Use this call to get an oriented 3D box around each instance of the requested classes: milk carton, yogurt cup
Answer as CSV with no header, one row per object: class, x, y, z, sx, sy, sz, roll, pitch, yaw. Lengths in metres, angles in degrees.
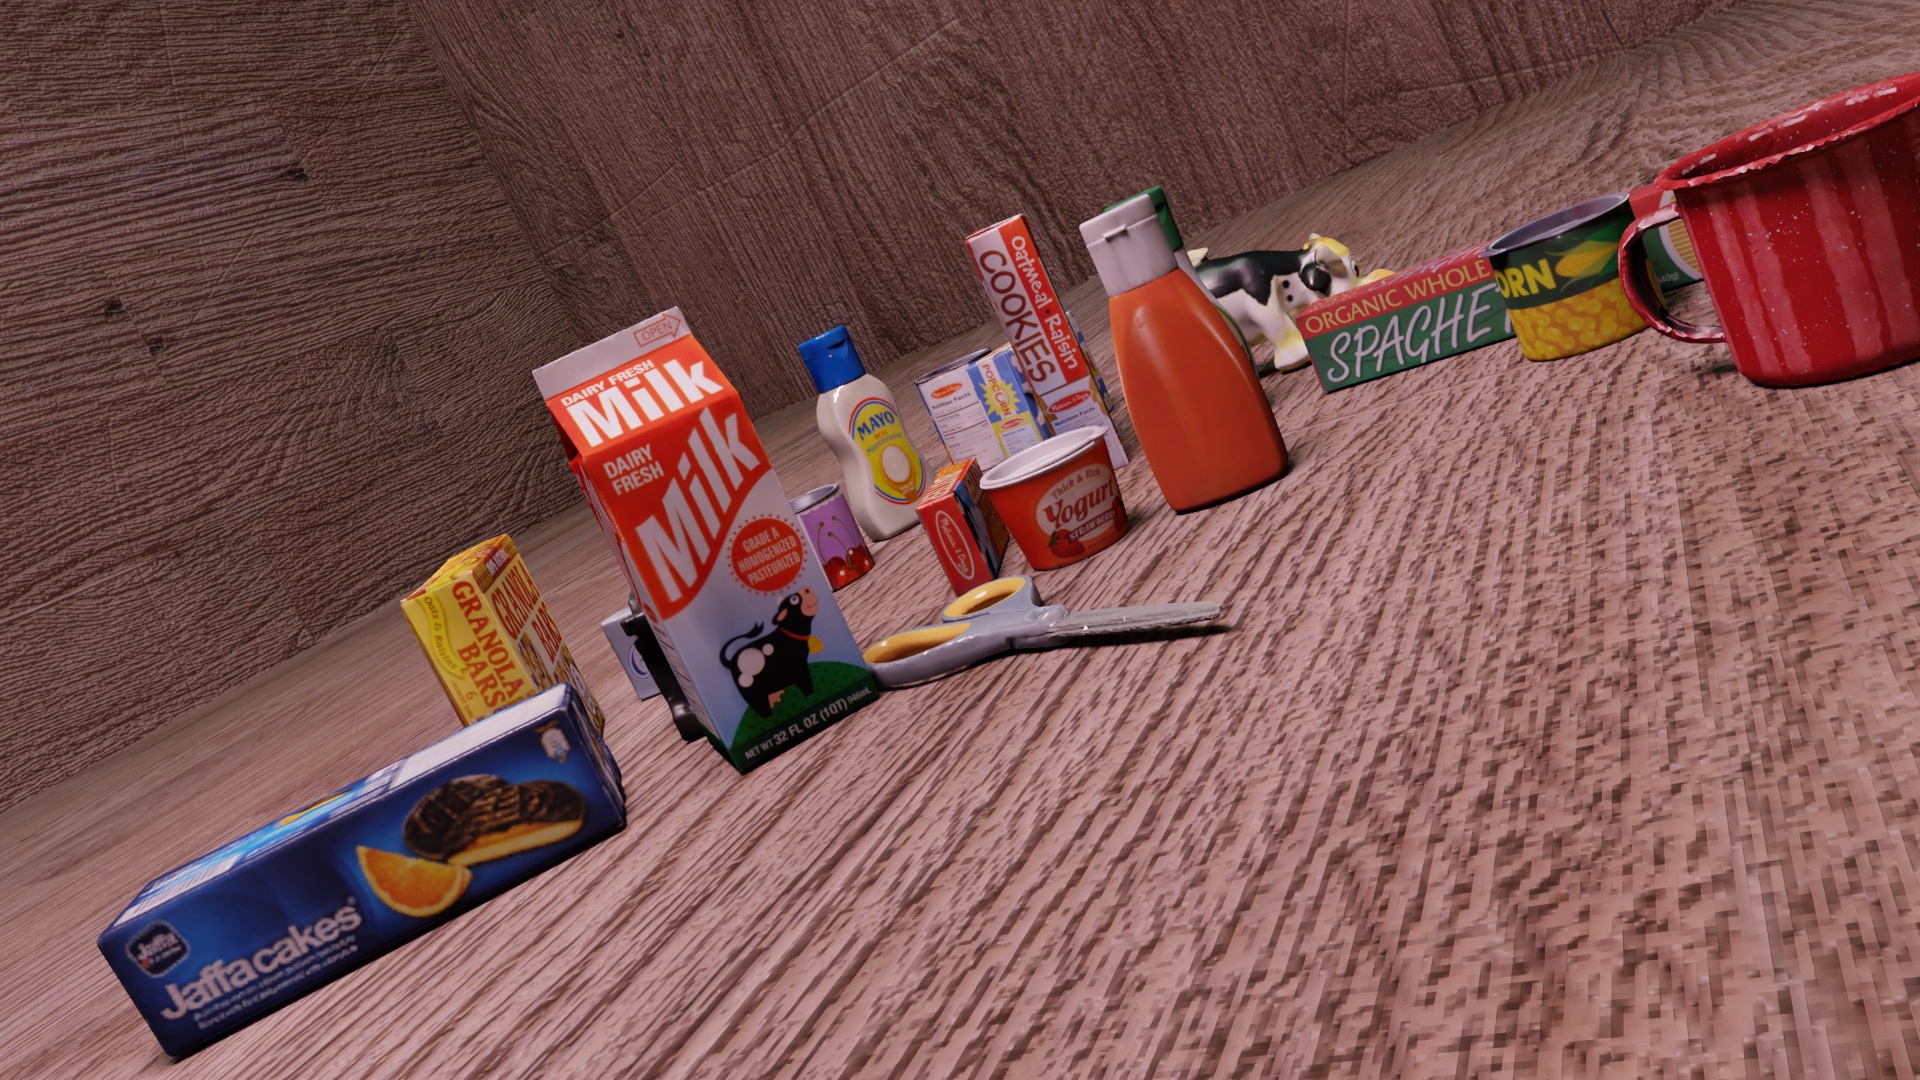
milk carton,-0.114,-0.002,0.614,0.072,0.190,0.073,-28,11,-17
yogurt cup,0.051,-0.020,0.703,0.072,0.054,0.072,-24,11,5

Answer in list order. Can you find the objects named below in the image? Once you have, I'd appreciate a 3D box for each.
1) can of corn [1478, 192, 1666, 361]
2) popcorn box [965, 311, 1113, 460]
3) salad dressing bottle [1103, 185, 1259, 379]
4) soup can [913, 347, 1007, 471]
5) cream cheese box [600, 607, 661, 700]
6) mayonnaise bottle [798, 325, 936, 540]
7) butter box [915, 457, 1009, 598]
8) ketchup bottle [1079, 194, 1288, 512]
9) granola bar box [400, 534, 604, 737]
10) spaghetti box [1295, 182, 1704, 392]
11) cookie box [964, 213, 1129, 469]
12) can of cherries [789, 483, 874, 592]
can of corn,0.289,-0.123,0.657,0.071,0.058,0.071,-24,11,5
popcorn box,0.062,-0.113,1.033,0.038,0.085,0.127,-18,13,33
salad dressing bottle,0.128,-0.132,0.815,0.064,0.147,0.044,-29,11,-22
soup can,0.011,-0.102,1.094,0.071,0.083,0.071,-24,11,5
cream cheese box,-0.152,0.051,0.811,0.103,0.053,0.024,-22,11,15
mayonnaise bottle,-0.067,-0.077,0.979,0.065,0.148,0.041,-31,12,-28
butter box,0.003,-0.010,0.758,0.024,0.053,0.104,-23,11,12
ketchup bottle,0.103,-0.091,0.671,0.064,0.148,0.044,-21,11,21
granola bar box,-0.233,0.067,0.724,0.039,0.124,0.165,-27,11,-9
spaghetti box,0.295,-0.136,0.724,0.249,0.050,0.029,-16,14,39
cookie box,0.055,-0.128,0.901,0.040,0.167,0.123,-23,11,8
can of cherries,-0.095,0.002,0.904,0.071,0.058,0.071,-24,11,5
